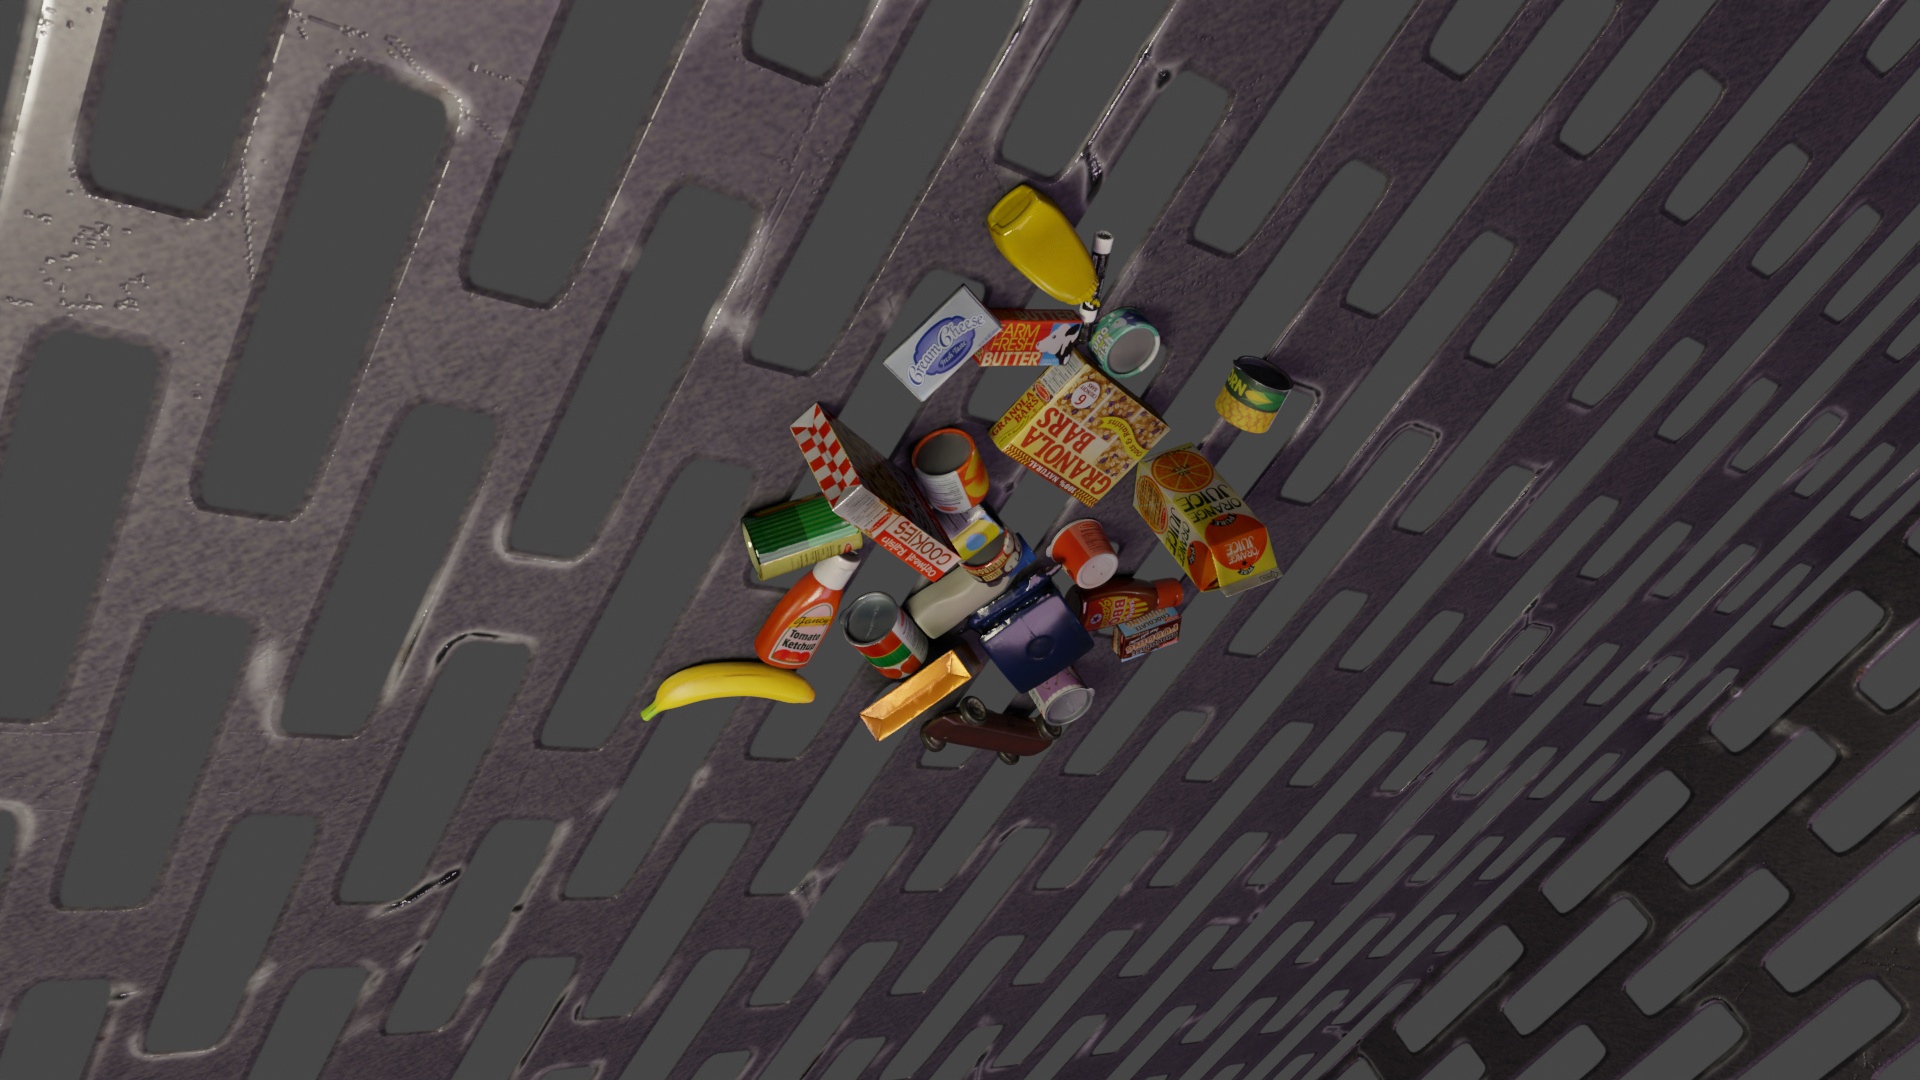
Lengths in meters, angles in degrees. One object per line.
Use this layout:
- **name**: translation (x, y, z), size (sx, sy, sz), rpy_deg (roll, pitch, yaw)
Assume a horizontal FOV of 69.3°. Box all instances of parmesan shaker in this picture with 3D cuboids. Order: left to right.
- **parmesan shaker**: translation (-0.154, -0.009, 1.344), size (0.103, 0.071, 0.071), rpy_deg (-19, 138, -15)

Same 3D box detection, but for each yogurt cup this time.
- **yogurt cup**: translation (0.142, 0.017, 1.569), size (0.072, 0.054, 0.072), rpy_deg (-18, 137, -17)

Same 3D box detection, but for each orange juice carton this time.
- **orange juice carton**: translation (0.268, -0.014, 1.510), size (0.072, 0.193, 0.072), rpy_deg (-19, 138, -17)

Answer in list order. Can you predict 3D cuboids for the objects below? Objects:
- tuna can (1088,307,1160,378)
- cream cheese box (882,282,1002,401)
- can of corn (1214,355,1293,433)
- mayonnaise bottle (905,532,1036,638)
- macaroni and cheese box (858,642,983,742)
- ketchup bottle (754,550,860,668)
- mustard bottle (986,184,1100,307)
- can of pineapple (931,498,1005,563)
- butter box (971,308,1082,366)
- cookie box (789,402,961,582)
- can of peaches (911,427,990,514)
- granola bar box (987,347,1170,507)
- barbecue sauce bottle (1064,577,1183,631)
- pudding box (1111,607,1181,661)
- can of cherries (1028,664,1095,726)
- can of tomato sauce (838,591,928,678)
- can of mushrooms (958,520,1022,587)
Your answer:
- **tuna can**: translation (0.162, -0.197, 1.386), size (0.071, 0.033, 0.070), rpy_deg (-18, 138, -17)
- **cream cheese box**: translation (-0.016, -0.182, 1.277), size (0.103, 0.024, 0.053), rpy_deg (-42, 105, 11)
- **can of corn**: translation (0.313, -0.158, 1.496), size (0.071, 0.071, 0.058), rpy_deg (0, 130, -32)
- **mayonnaise bottle**: translation (0.014, 0.047, 1.529), size (0.148, 0.041, 0.064), rpy_deg (-35, 147, 1)
- **macaroni and cheese box**: translation (-0.040, 0.165, 1.543), size (0.123, 0.040, 0.166), rpy_deg (-35, 176, 4)
- **ketchup bottle**: translation (-0.154, 0.066, 1.438), size (0.065, 0.044, 0.148), rpy_deg (12, 122, -39)
- **mustard bottle**: translation (0.086, -0.256, 1.267), size (0.065, 0.049, 0.160), rpy_deg (-40, 140, 9)
- **can of pineapple**: translation (0.005, -0.018, 1.438), size (0.058, 0.071, 0.071), rpy_deg (-39, 139, 8)
- **butter box**: translation (0.063, -0.195, 1.332), size (0.104, 0.024, 0.052), rpy_deg (-4, 132, -29)
- **cookie box**: translation (-0.080, -0.043, 1.316), size (0.040, 0.123, 0.167), rpy_deg (-40, 139, 11)
- **can of peaches**: translation (-0.009, -0.071, 1.379), size (0.071, 0.071, 0.057), rpy_deg (-29, 139, -4)
- **granola bar box**: translation (0.124, -0.115, 1.438), size (0.124, 0.039, 0.165), rpy_deg (-46, 138, 14)
- **barbecue sauce bottle**: translation (0.196, 0.071, 1.665), size (0.149, 0.044, 0.064), rpy_deg (-8, 133, -26)
- **pudding box**: translation (0.233, 0.115, 1.741), size (0.084, 0.030, 0.049), rpy_deg (-17, 138, -17)
- **can of cherries**: translation (0.124, 0.185, 1.721), size (0.072, 0.058, 0.071), rpy_deg (-17, 136, -17)
- **can of tomato sauce**: translation (-0.082, 0.104, 1.504), size (0.071, 0.071, 0.083), rpy_deg (-34, 140, 2)
- **can of mushrooms**: translation (0.030, 0.012, 1.480), size (0.071, 0.071, 0.033), rpy_deg (-38, 137, 6)
